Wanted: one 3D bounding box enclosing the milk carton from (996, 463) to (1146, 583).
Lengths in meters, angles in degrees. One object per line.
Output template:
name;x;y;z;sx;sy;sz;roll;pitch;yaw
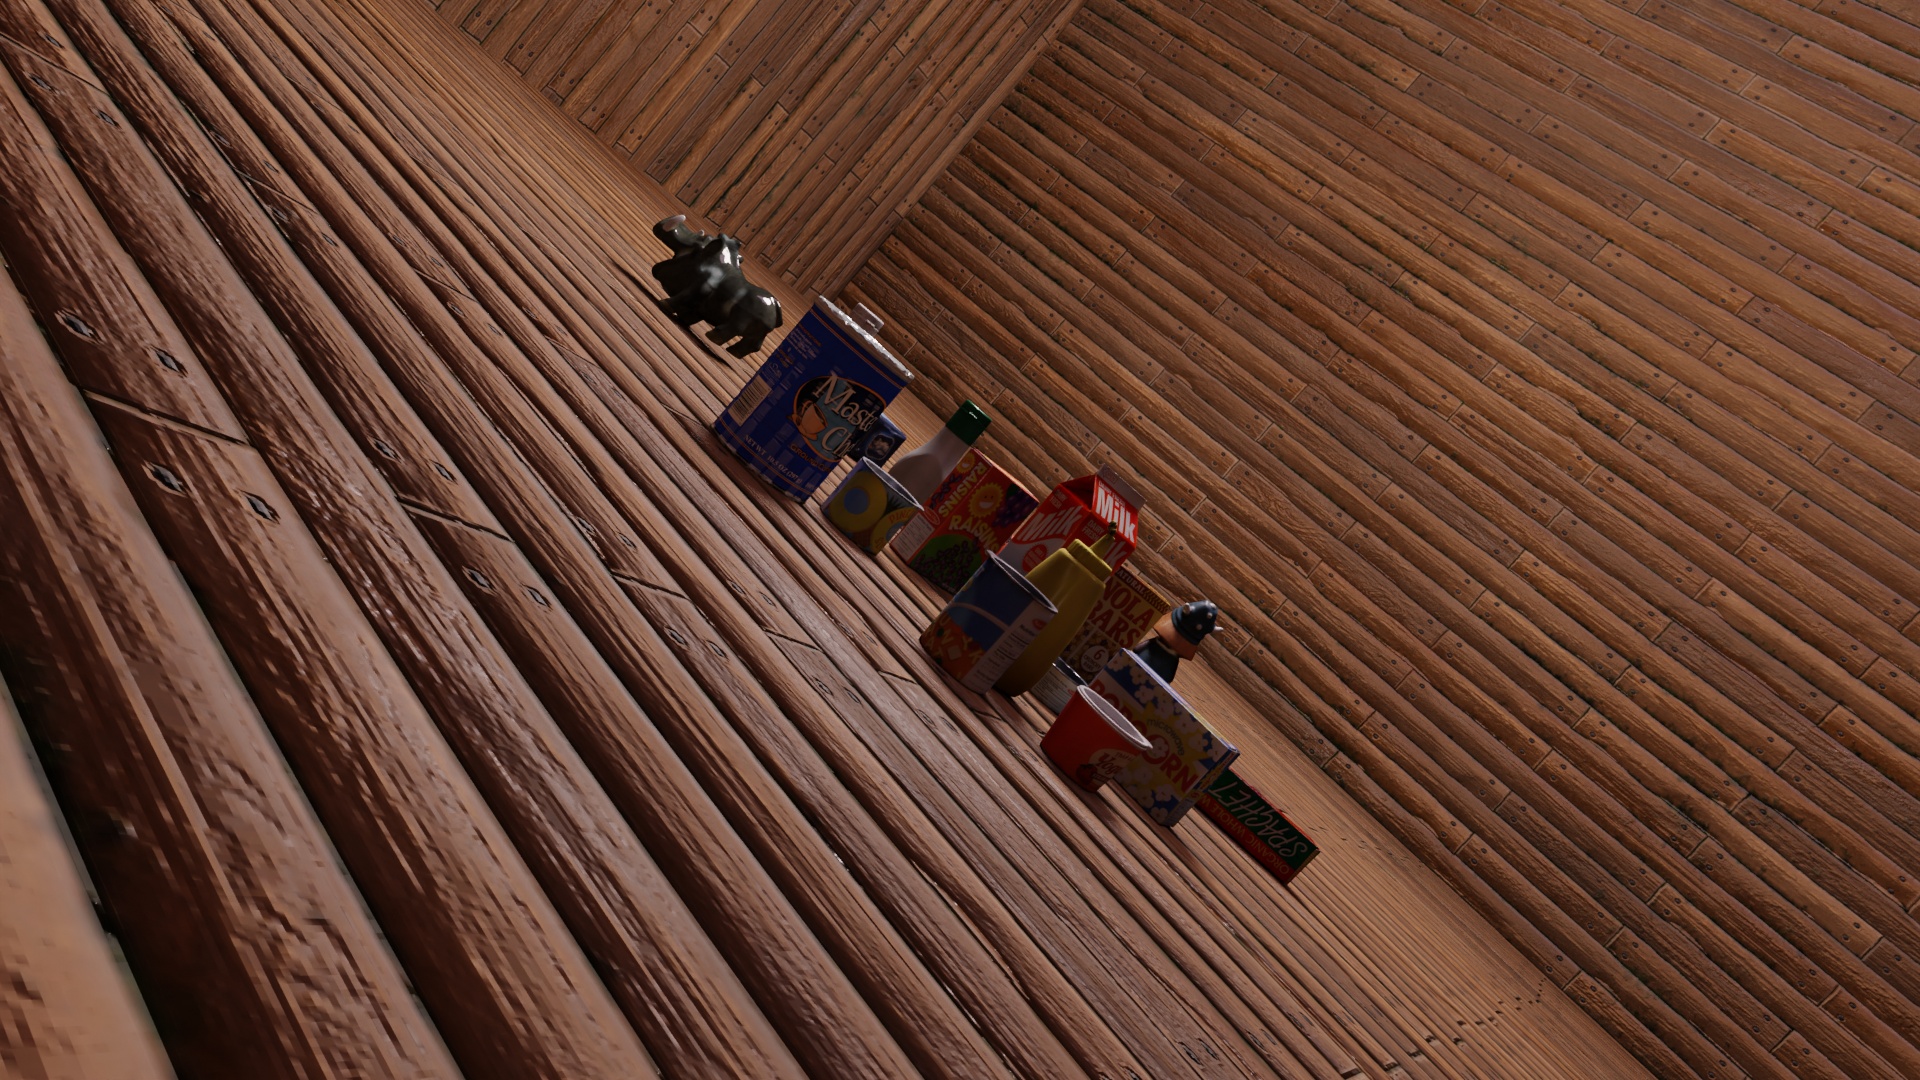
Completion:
milk carton;0.098;0.015;1.348;0.072;0.190;0.074;38;6;-33

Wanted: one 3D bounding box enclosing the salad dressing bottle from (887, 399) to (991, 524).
salad dressing bottle;-0.027;-0.086;1.505;0.064;0.147;0.044;41;5;2

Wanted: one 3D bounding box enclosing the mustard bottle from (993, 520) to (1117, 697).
mustard bottle;0.074;0.049;1.099;0.048;0.160;0.065;37;7;-37

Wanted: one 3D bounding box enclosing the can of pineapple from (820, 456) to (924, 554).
can of pineapple;-0.077;-0.028;1.199;0.071;0.058;0.071;41;6;-5

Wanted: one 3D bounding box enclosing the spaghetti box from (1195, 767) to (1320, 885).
spaghetti box;0.235;0.230;1.340;0.250;0.050;0.029;41;5;3

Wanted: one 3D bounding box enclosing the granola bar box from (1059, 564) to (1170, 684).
granola bar box;0.126;0.066;1.478;0.165;0.124;0.039;38;6;-30

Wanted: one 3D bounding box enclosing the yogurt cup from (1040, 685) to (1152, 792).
yogurt cup;0.096;0.149;1.027;0.072;0.054;0.072;41;6;-5

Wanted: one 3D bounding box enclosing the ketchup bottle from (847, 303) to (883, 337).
ketchup bottle;-0.146;-0.195;1.536;0.064;0.148;0.044;38;6;-29

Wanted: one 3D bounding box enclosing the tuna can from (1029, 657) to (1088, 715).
tuna can;0.080;0.122;1.220;0.071;0.033;0.071;41;6;-5

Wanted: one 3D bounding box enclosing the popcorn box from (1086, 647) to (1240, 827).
popcorn box;0.154;0.162;1.148;0.127;0.085;0.038;44;6;28

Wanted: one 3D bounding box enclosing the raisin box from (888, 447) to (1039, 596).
raisin box;0.005;-0.016;1.313;0.086;0.123;0.040;36;8;-46

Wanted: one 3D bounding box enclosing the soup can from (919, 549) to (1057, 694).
soup can;0.019;0.060;1.030;0.071;0.083;0.071;41;5;-5
